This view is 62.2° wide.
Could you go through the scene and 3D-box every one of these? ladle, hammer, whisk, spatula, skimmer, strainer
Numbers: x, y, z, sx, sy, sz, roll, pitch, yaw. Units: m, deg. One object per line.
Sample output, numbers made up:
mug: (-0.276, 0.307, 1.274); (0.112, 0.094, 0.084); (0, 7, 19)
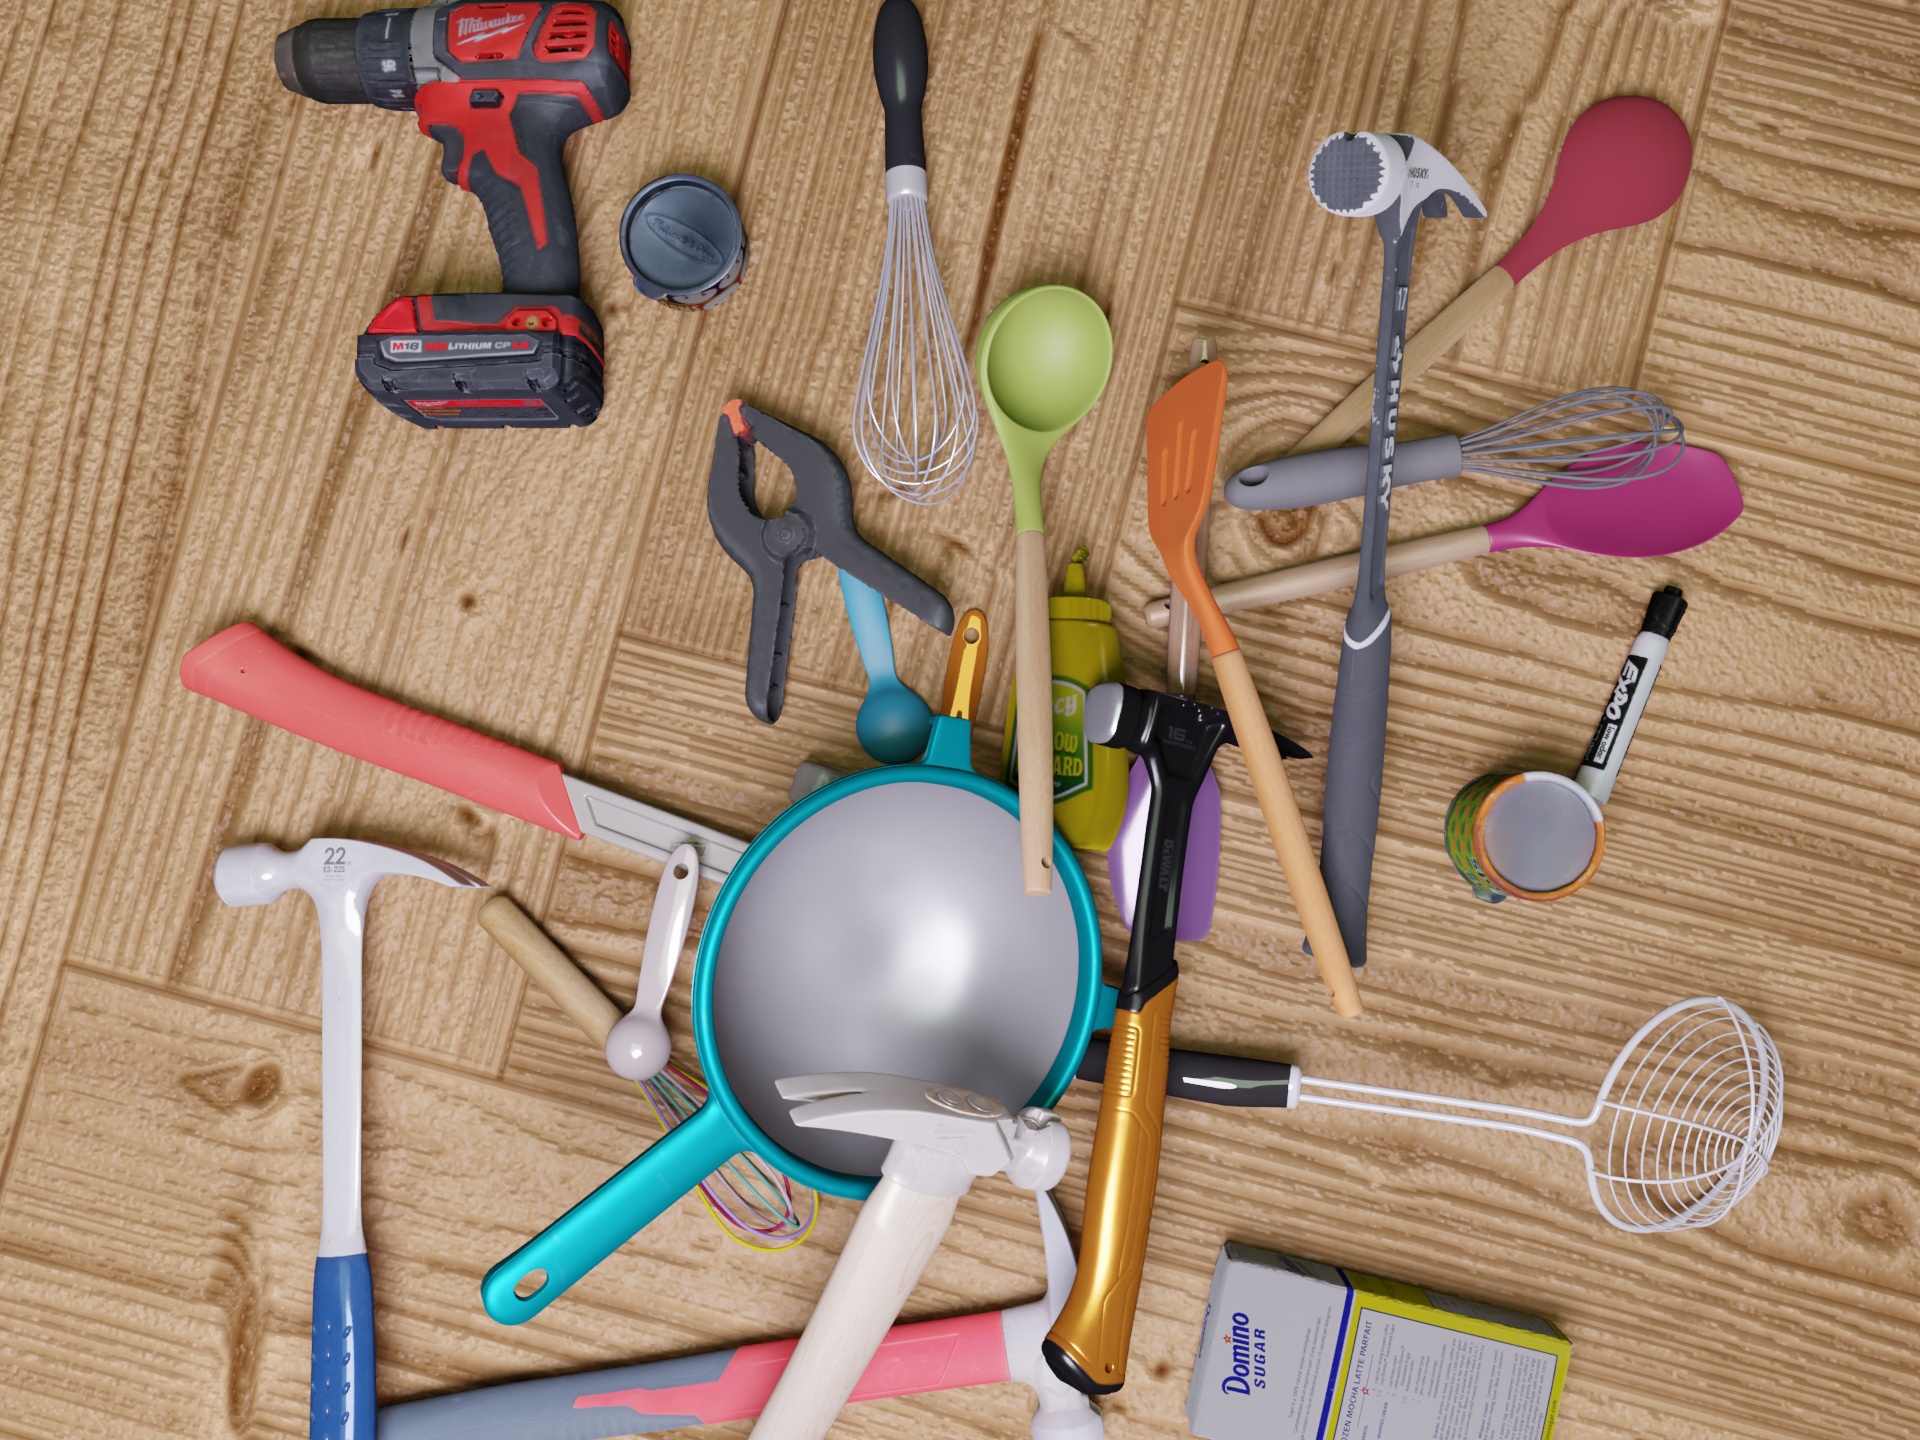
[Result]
ladle: (0.270, -0.220, 0.850); (0.315, 0.031, 0.069); (-43, 88, 1)
hammer: (-0.311, 0.261, 0.812); (0.144, 0.035, 0.406); (-5, 81, 10)
hammer: (0.095, 0.156, 0.785); (0.127, 0.034, 0.337); (14, 81, -28)
whisk: (0.256, -0.135, 0.826); (0.239, 0.055, 0.055); (-8, 87, 3)
hammer: (-0.095, 0.350, 0.762); (0.146, 0.038, 0.410); (18, 104, -30)
spatula: (0.146, -0.013, 0.779); (0.041, 0.081, 0.322); (-18, 88, -22)
whisk: (-0.027, -0.253, 0.849); (0.070, 0.070, 0.285); (-3, 82, 2)
ladle: (0.043, -0.072, 0.793); (0.078, 0.062, 0.320); (13, 66, -32)
hammer: (-0.246, 0.039, 0.849); (0.359, 0.036, 0.149); (20, 88, 2)
spatula: (0.115, -0.040, 0.834); (0.060, 0.018, 0.316); (4, 95, 1)
hammer: (0.200, -0.068, 0.774); (0.036, 0.149, 0.408); (12, 111, 33)
hammer: (-0.126, 0.332, 0.830); (0.386, 0.038, 0.143); (-9, 86, 1)
skimmer: (0.236, 0.188, 0.828); (0.363, 0.090, 0.127); (5, 103, 13)
whisk: (-0.168, 0.185, 0.837); (0.245, 0.051, 0.047); (44, 95, 6)
strainer: (-0.090, 0.159, 0.778); (0.340, 0.095, 0.211); (-37, 108, -17)

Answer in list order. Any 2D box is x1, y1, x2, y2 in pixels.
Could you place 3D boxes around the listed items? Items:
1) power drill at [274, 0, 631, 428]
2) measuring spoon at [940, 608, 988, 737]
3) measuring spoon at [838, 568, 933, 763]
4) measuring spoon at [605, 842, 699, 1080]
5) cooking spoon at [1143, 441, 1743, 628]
power drill: (-0.273, -0.276, 0.847); (0.188, 0.080, 0.227); (0, 84, 2)
measuring spoon: (-0.001, -0.003, 0.854); (0.021, 0.011, 0.117); (10, 88, 2)
measuring spoon: (-0.046, -0.040, 0.852); (0.042, 0.021, 0.128); (-14, 87, 1)
measuring spoon: (-0.156, 0.123, 0.814); (0.034, 0.018, 0.124); (13, 85, 7)
cooking spoon: (0.254, -0.091, 0.846); (0.319, 0.017, 0.069); (-13, 67, 2)
